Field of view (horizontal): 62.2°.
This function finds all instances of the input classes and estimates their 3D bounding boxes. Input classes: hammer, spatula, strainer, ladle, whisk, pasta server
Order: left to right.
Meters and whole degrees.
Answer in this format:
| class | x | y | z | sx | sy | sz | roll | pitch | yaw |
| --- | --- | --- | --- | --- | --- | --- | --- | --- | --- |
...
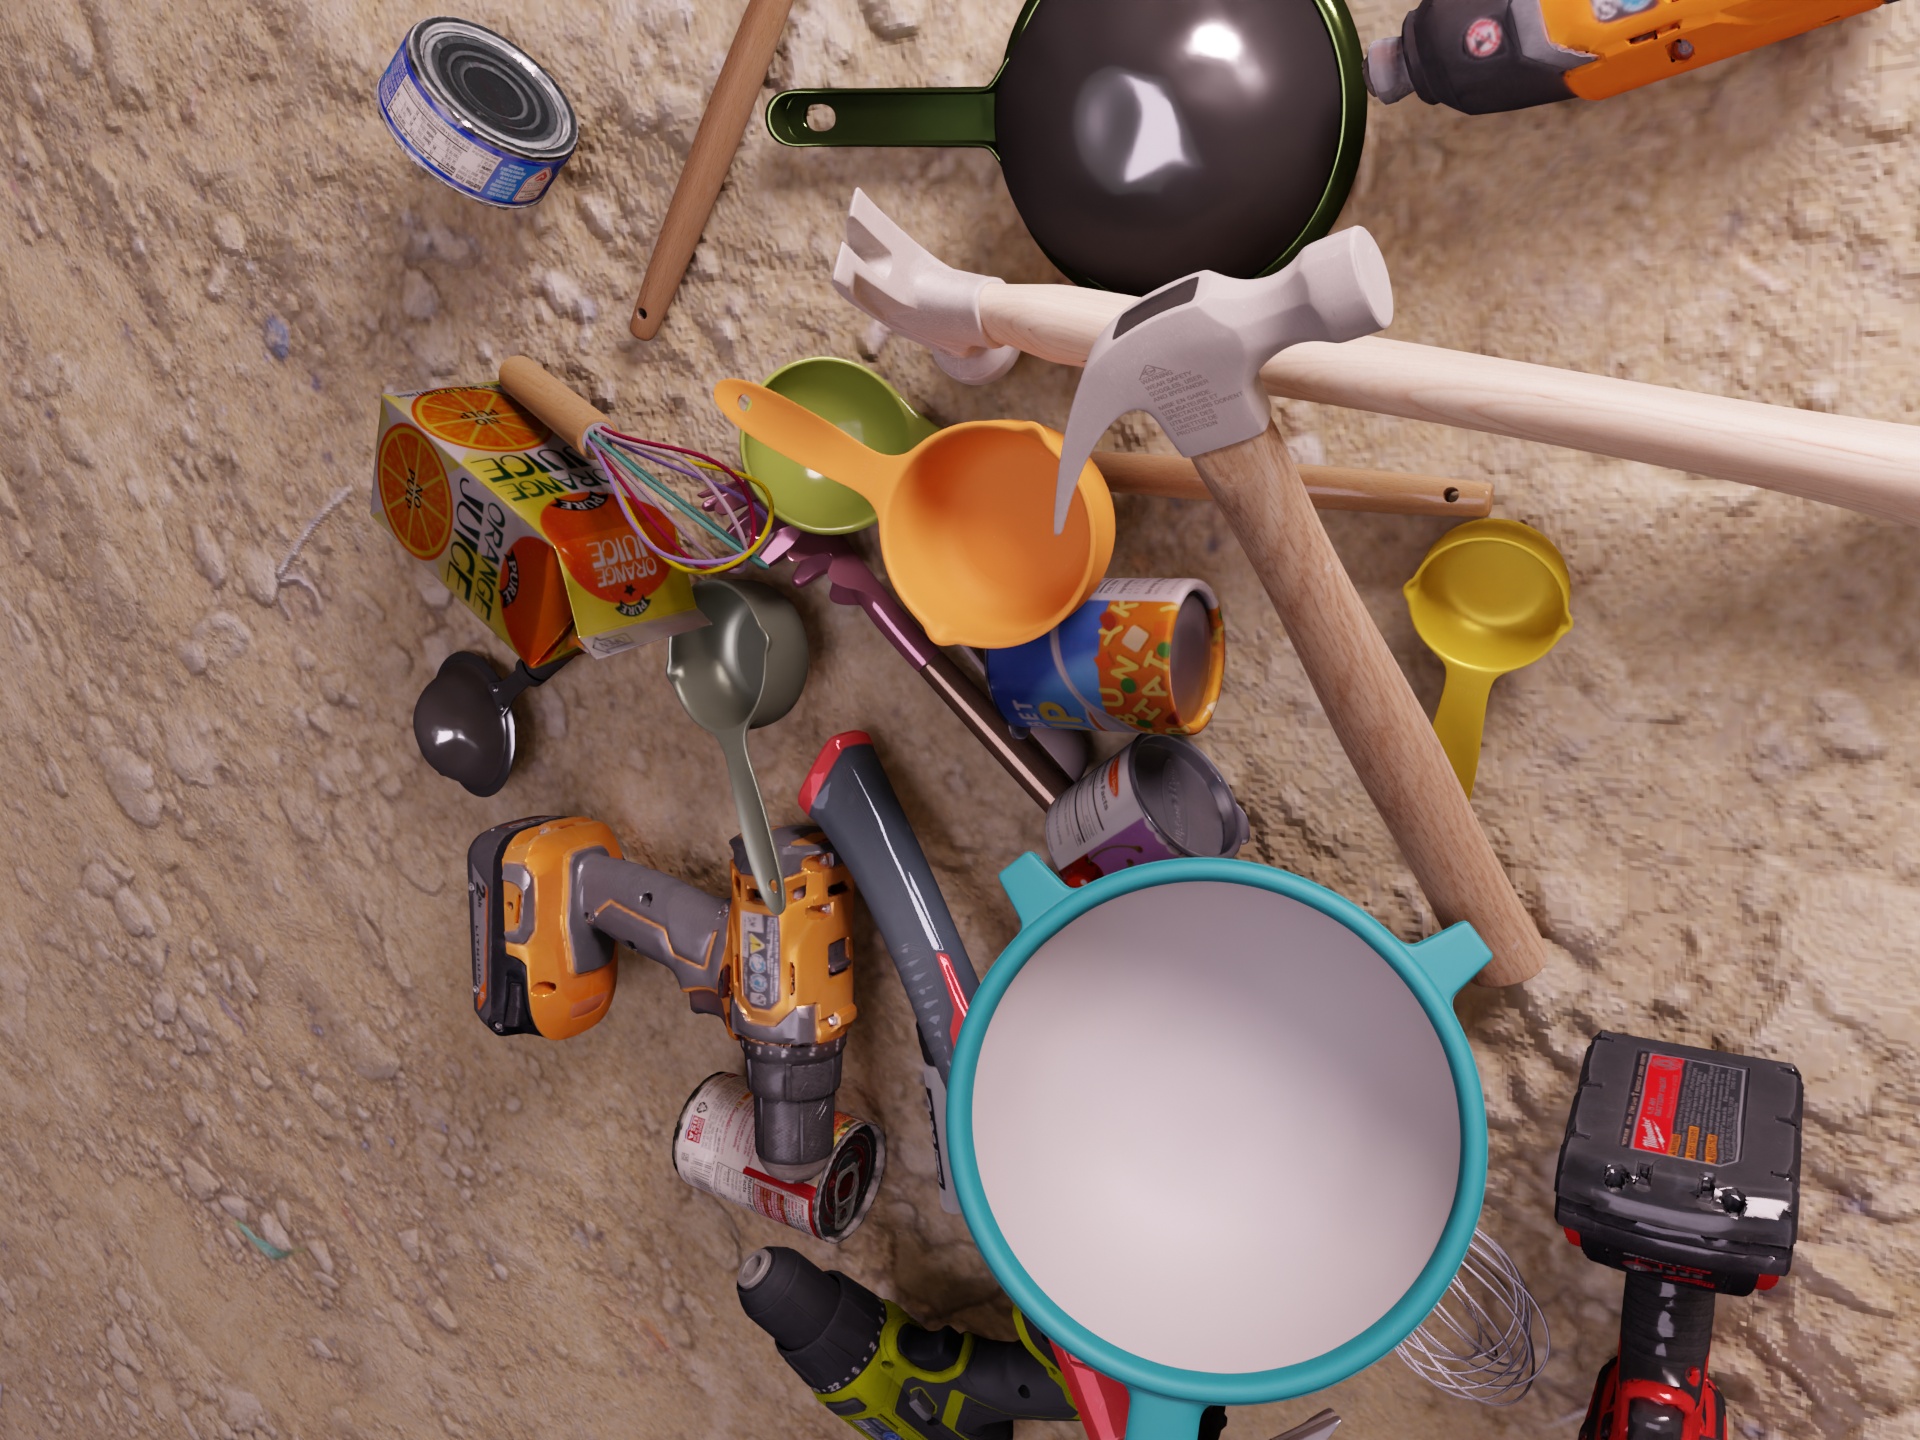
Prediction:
| class | x | y | z | sx | sy | sz | roll | pitch | yaw |
| --- | --- | --- | --- | --- | --- | --- | --- | --- | --- |
| strainer | -0.244 | -0.026 | 0.885 | 0.258 | 0.050 | 0.087 | -32 | 77 | 34 |
| whisk | -0.155 | -0.125 | 0.740 | 0.245 | 0.051 | 0.047 | 38 | 106 | 42 |
| spatula | -0.092 | -0.291 | 0.669 | 0.082 | 0.044 | 0.317 | 39 | 127 | 9 |
| pasta server | -0.001 | -0.002 | 0.744 | 0.040 | 0.060 | 0.316 | -43 | 87 | -8 |
| strainer | 0.021 | -0.229 | 0.609 | 0.256 | 0.069 | 0.151 | 11 | 116 | 26 |
| hammer | 0.030 | 0.175 | 0.739 | 0.143 | 0.038 | 0.386 | -23 | 74 | -3 |
| ladle | 0.052 | -0.105 | 0.656 | 0.320 | 0.062 | 0.078 | 9 | 94 | 25 |
| strainer | 0.097 | 0.225 | 0.661 | 0.211 | 0.095 | 0.340 | 8 | 89 | 14 |
| whisk | 0.155 | 0.188 | 0.724 | 0.285 | 0.070 | 0.070 | 48 | 127 | 12 |
| hammer | 0.141 | -0.013 | 0.573 | 0.130 | 0.031 | 0.331 | -13 | 128 | 32 |
| hammer | 0.157 | -0.116 | 0.540 | 0.411 | 0.146 | 0.038 | 15 | 93 | 19 |

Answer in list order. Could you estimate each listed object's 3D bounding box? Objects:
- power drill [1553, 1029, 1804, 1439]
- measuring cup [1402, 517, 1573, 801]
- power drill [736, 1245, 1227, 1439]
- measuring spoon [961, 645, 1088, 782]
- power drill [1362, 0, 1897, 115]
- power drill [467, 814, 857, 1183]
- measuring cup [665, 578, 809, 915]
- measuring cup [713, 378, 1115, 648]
| class | x | y | z | sx | sy | sz | roll | pitch | yaw |
| --- | --- | --- | --- | --- | --- | --- | --- | --- | --- |
| power drill | 0.273 | 0.247 | 0.620 | 0.078 | 0.143 | 0.219 | 6 | 111 | 27 |
| measuring cup | 0.200 | -0.010 | 0.629 | 0.062 | 0.029 | 0.156 | 15 | 130 | 19 |
| power drill | 0.008 | 0.326 | 0.832 | 0.228 | 0.080 | 0.190 | -27 | 116 | 36 |
| measuring spoon | 0.020 | -0.024 | 0.733 | 0.018 | 0.034 | 0.124 | -39 | 81 | 2 |
| power drill | 0.178 | -0.303 | 0.475 | 0.164 | 0.084 | 0.226 | -9 | 109 | 35 |
| power drill | -0.157 | 0.143 | 0.862 | 0.226 | 0.084 | 0.185 | 4 | 98 | 28 |
| measuring cup | -0.097 | 0.011 | 0.785 | 0.083 | 0.038 | 0.167 | -15 | 87 | 43 |
| measuring cup | -0.018 | -0.096 | 0.640 | 0.174 | 0.052 | 0.095 | 30 | 111 | 13 |
